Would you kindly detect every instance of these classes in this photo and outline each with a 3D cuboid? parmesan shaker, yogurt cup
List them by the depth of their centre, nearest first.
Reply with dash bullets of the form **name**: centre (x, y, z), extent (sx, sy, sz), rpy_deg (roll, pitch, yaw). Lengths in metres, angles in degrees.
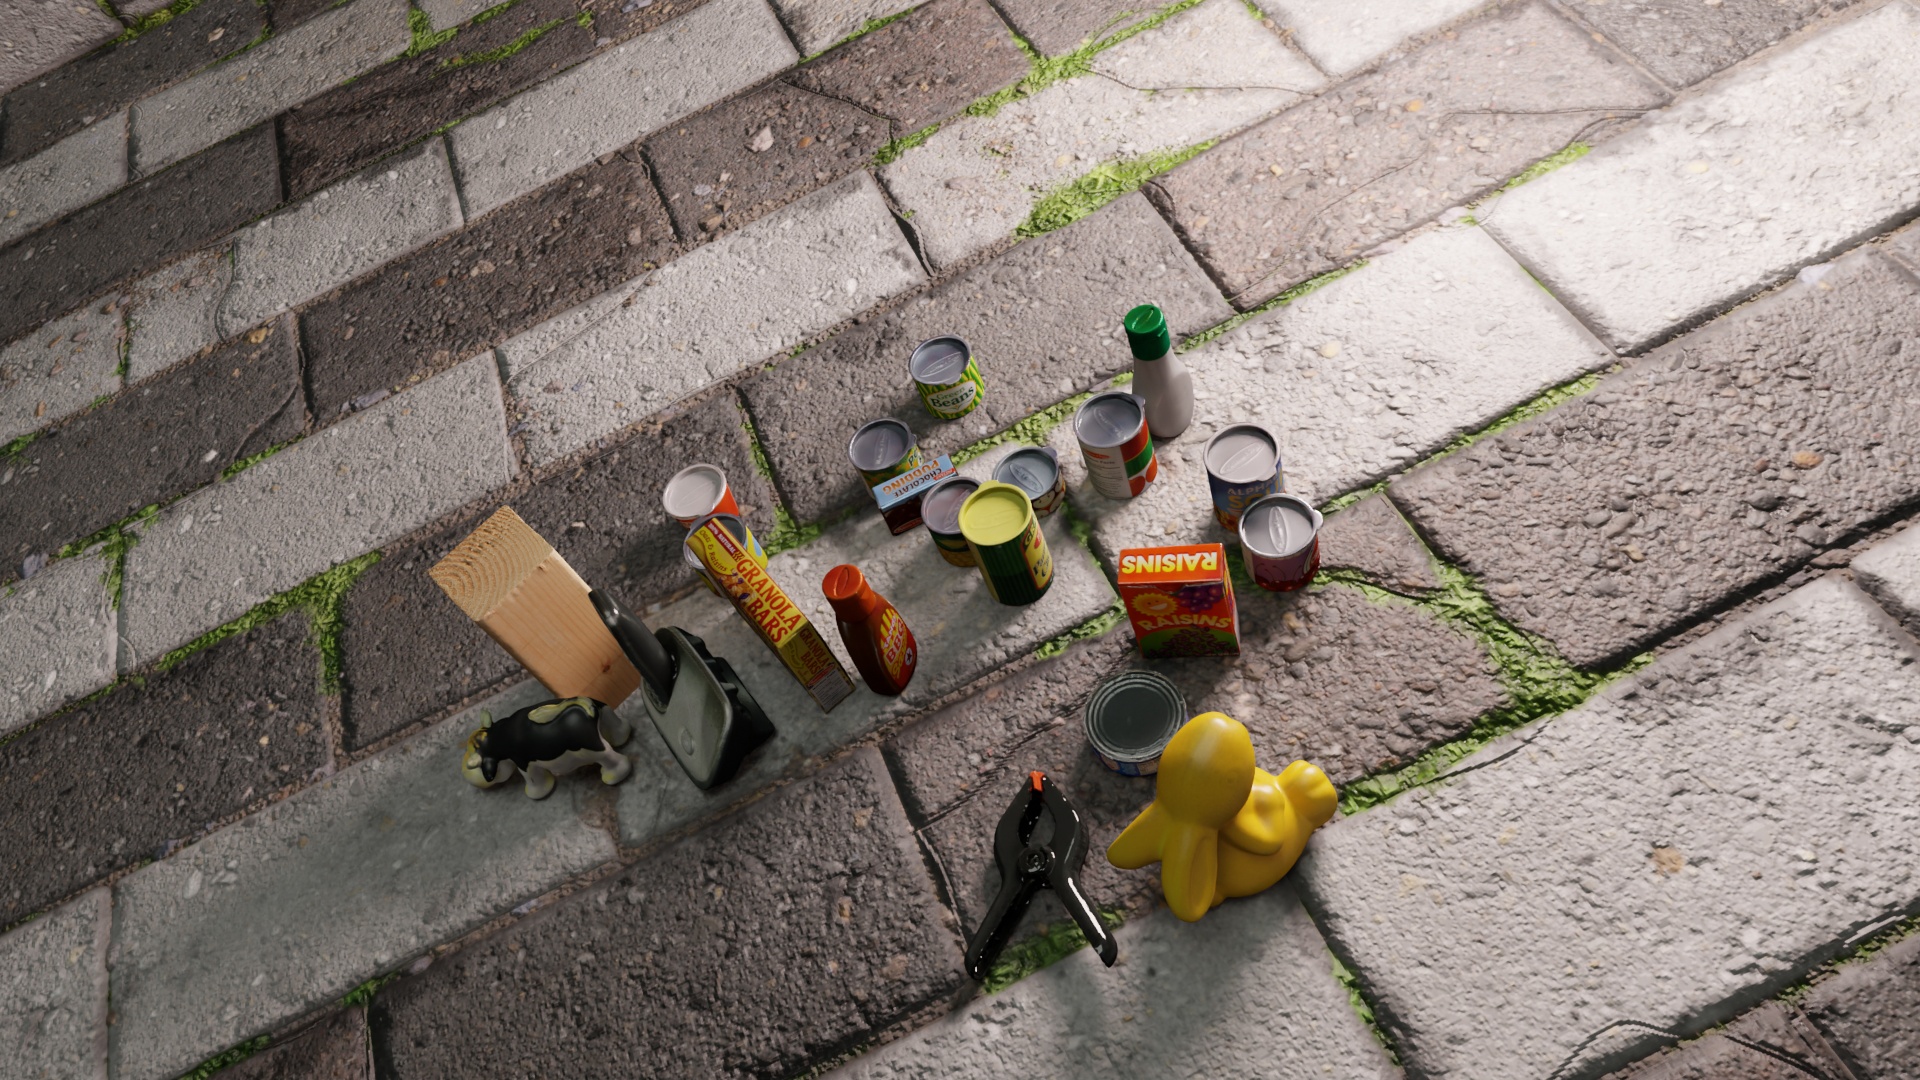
- **parmesan shaker**: centre (0.043, 0.003, 1.250), extent (0.071, 0.102, 0.071), rpy_deg (-9, 54, 12)
- **yogurt cup**: centre (-0.260, -0.036, 1.409), extent (0.072, 0.053, 0.073), rpy_deg (-9, 54, 12)

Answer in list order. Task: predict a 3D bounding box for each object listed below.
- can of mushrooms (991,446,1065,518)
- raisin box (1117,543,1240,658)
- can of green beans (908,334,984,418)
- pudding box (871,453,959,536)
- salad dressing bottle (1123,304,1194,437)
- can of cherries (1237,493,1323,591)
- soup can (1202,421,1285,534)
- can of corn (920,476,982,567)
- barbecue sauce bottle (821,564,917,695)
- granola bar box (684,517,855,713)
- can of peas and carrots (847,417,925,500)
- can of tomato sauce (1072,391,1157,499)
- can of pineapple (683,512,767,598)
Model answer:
- **can of mushrooms**: centre (0.067, -0.056, 1.328), extent (0.071, 0.033, 0.071), rpy_deg (-9, 54, 12)
- **raisin box**: centre (0.183, 0.053, 1.156), extent (0.086, 0.123, 0.040), rpy_deg (-3, 55, 17)
- **can of green beans**: centre (-0.014, -0.167, 1.419), extent (0.071, 0.057, 0.071), rpy_deg (-9, 54, 12)
- **pudding box**: centre (-0.039, -0.044, 1.344), extent (0.084, 0.049, 0.030), rpy_deg (-26, 52, 0)
- **salad dressing bottle**: centre (0.182, -0.157, 1.290), extent (0.044, 0.147, 0.064), rpy_deg (32, 70, 33)
- **can of cherries**: centre (0.279, 0.003, 1.201), extent (0.071, 0.058, 0.072), rpy_deg (-9, 54, 12)
- **soup can**: centre (0.255, -0.052, 1.232), extent (0.071, 0.083, 0.072), rpy_deg (-9, 54, 12)
- **can of corn**: centre (0.005, -0.016, 1.305), extent (0.071, 0.058, 0.071), rpy_deg (-9, 54, 12)
- **barbecue sauce bottle**: centre (-0.080, 0.075, 1.211), extent (0.043, 0.148, 0.065), rpy_deg (3, 57, 20)
- **granola bar box**: centre (-0.172, 0.067, 1.262), extent (0.039, 0.123, 0.166), rpy_deg (-39, 53, -11)
- **can of peas and carrots**: centre (-0.069, -0.079, 1.374), extent (0.071, 0.058, 0.071), rpy_deg (-9, 54, 12)
- **can of tomato sauce**: centre (0.146, -0.089, 1.294), extent (0.071, 0.082, 0.071), rpy_deg (-9, 54, 12)
- **can of pineapple**: centre (-0.230, 0.014, 1.361), extent (0.071, 0.057, 0.071), rpy_deg (-9, 54, 12)
